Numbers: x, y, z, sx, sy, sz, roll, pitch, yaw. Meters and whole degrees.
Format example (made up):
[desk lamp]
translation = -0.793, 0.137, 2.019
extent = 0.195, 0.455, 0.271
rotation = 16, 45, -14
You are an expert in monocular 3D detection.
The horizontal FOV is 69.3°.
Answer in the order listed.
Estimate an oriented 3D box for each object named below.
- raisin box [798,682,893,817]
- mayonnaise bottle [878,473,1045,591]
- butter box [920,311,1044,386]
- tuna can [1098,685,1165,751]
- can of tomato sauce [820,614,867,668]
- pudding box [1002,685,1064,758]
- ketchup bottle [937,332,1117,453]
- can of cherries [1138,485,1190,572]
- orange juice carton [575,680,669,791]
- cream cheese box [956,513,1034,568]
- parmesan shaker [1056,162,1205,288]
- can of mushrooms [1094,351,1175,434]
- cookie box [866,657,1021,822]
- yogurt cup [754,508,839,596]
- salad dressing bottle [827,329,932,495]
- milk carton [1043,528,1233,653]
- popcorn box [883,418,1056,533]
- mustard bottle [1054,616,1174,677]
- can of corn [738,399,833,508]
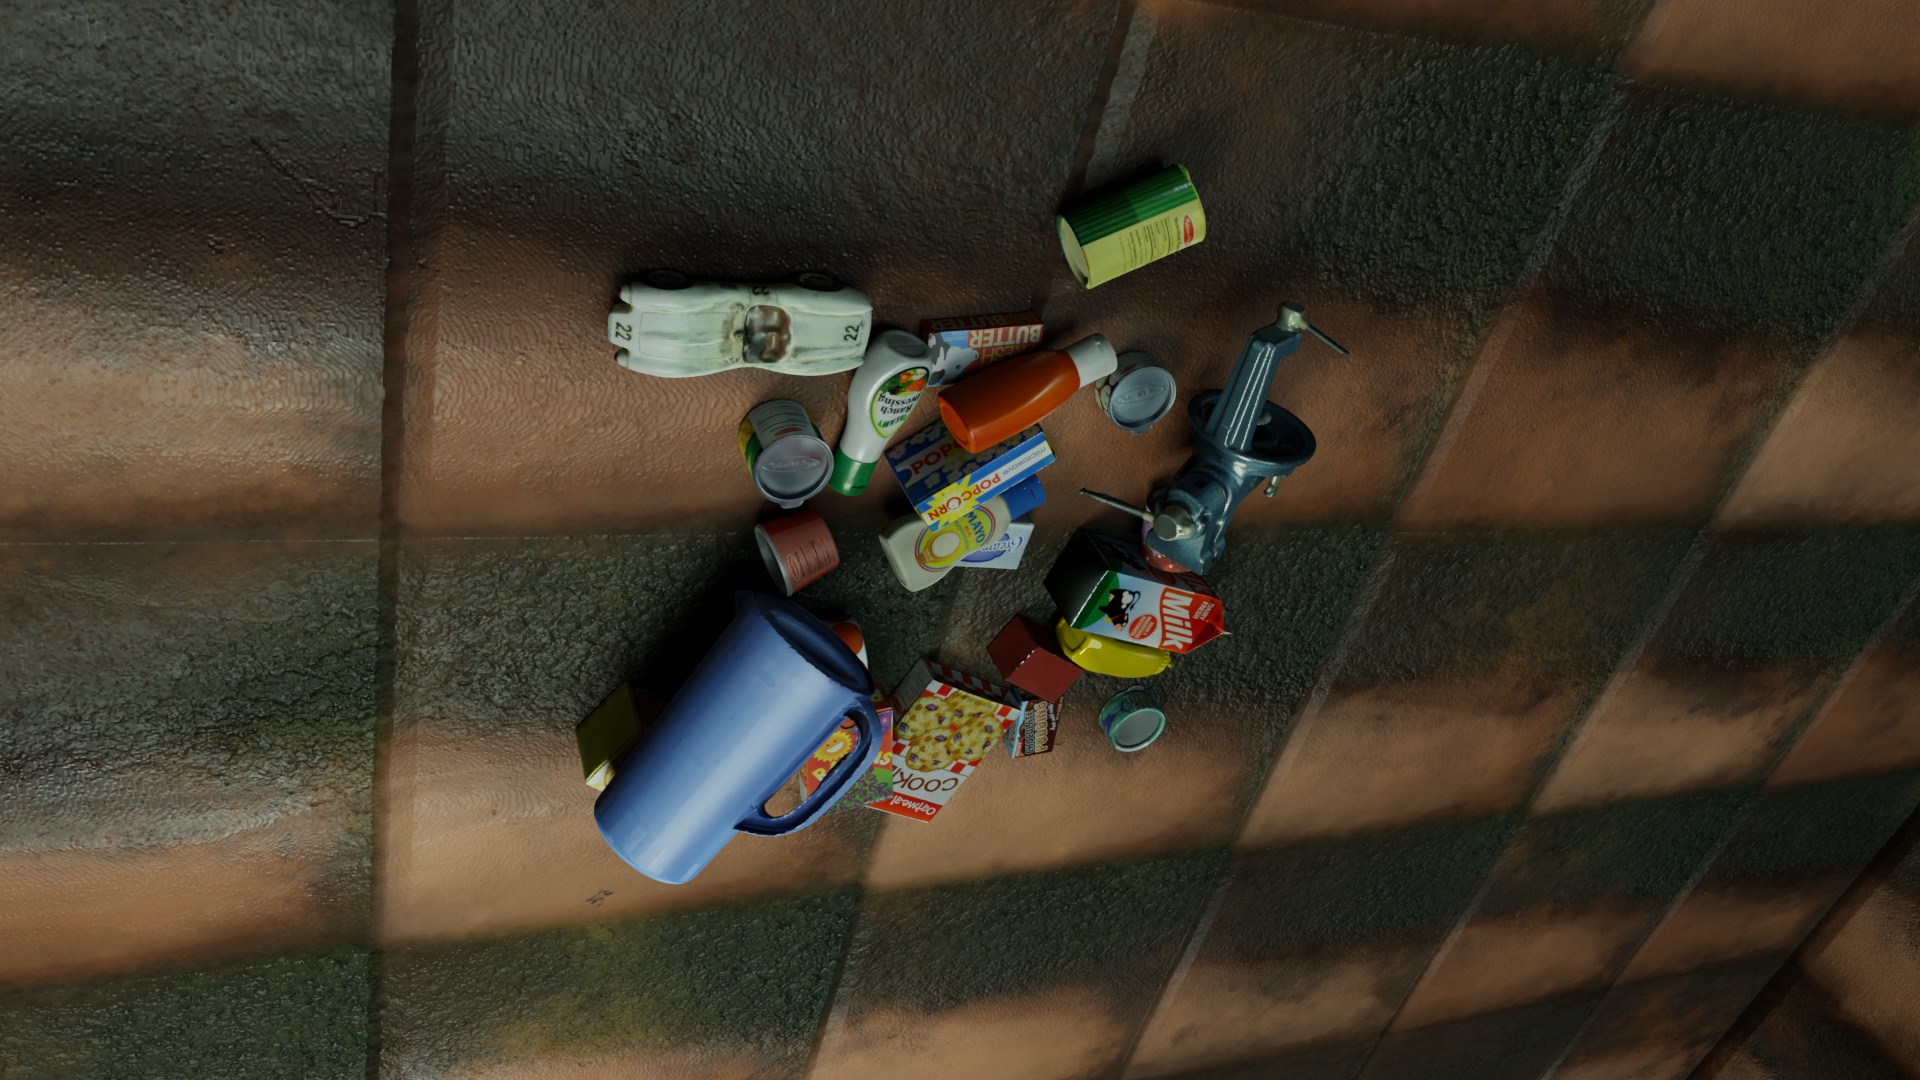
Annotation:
[raisin box]
translation = -0.108, 0.197, 1.294
extent = 0.086, 0.040, 0.122
rotation = -11, 128, -16
[mayonnaise bottle]
translation = 0.004, -0.015, 1.228
extent = 0.148, 0.041, 0.064
rotation = -29, 113, -12
[butter box]
translation = 0.016, -0.160, 1.162
extent = 0.104, 0.024, 0.052
rotation = -8, 129, -19
[tuna can]
translation = 0.188, 0.194, 1.514
extent = 0.071, 0.033, 0.070
rotation = -13, 130, -15
[can of tomato sauce]
translation = -0.134, 0.105, 1.274
extent = 0.083, 0.071, 0.070
rotation = -10, 129, -18
[pudding box]
translation = 0.076, 0.187, 1.458
extent = 0.050, 0.030, 0.083
rotation = -6, 127, -20
[ketchup bottle]
translation = 0.058, -0.127, 1.151
extent = 0.149, 0.065, 0.043
rotation = -27, 139, -14
[can of cherries]
translation = 0.209, -0.009, 1.338
extent = 0.071, 0.072, 0.058
rotation = -9, 129, -18
[orange juice carton]
translation = -0.258, 0.214, 1.296
extent = 0.073, 0.072, 0.192
rotation = -43, 131, 11
[cream cheese box]
translation = 0.013, -0.003, 1.284
extent = 0.104, 0.024, 0.053
rotation = 4, 124, -27
[parmesan shaker]
translation = 0.135, -0.254, 1.116
extent = 0.103, 0.071, 0.071
rotation = -23, 132, -5
[can of mushrooms]
translation = 0.156, -0.132, 1.243
extent = 0.071, 0.033, 0.070
rotation = -13, 130, -16
[cookie box]
translation = -0.037, 0.206, 1.415
extent = 0.123, 0.040, 0.167
rotation = 24, 112, -36
[yogurt cup]
translation = -0.140, 0.008, 1.196
extent = 0.054, 0.072, 0.072
rotation = -25, 133, -16
[salad dressing bottle]
translation = -0.071, -0.103, 1.147
extent = 0.064, 0.044, 0.146
rotation = -11, 140, -42
[milk carton]
translation = 0.186, 0.055, 1.377
extent = 0.191, 0.072, 0.073
rotation = 14, 118, -33
[popcorn box]
translation = 0.008, -0.072, 1.186
extent = 0.127, 0.085, 0.038
rotation = -31, 133, 0
[mustard bottle]
translation = 0.168, 0.109, 1.420
extent = 0.160, 0.065, 0.048
rotation = 17, 123, -40
[can of corn]
translation = -0.144, -0.071, 1.135
extent = 0.071, 0.058, 0.070
rotation = -13, 130, -16
